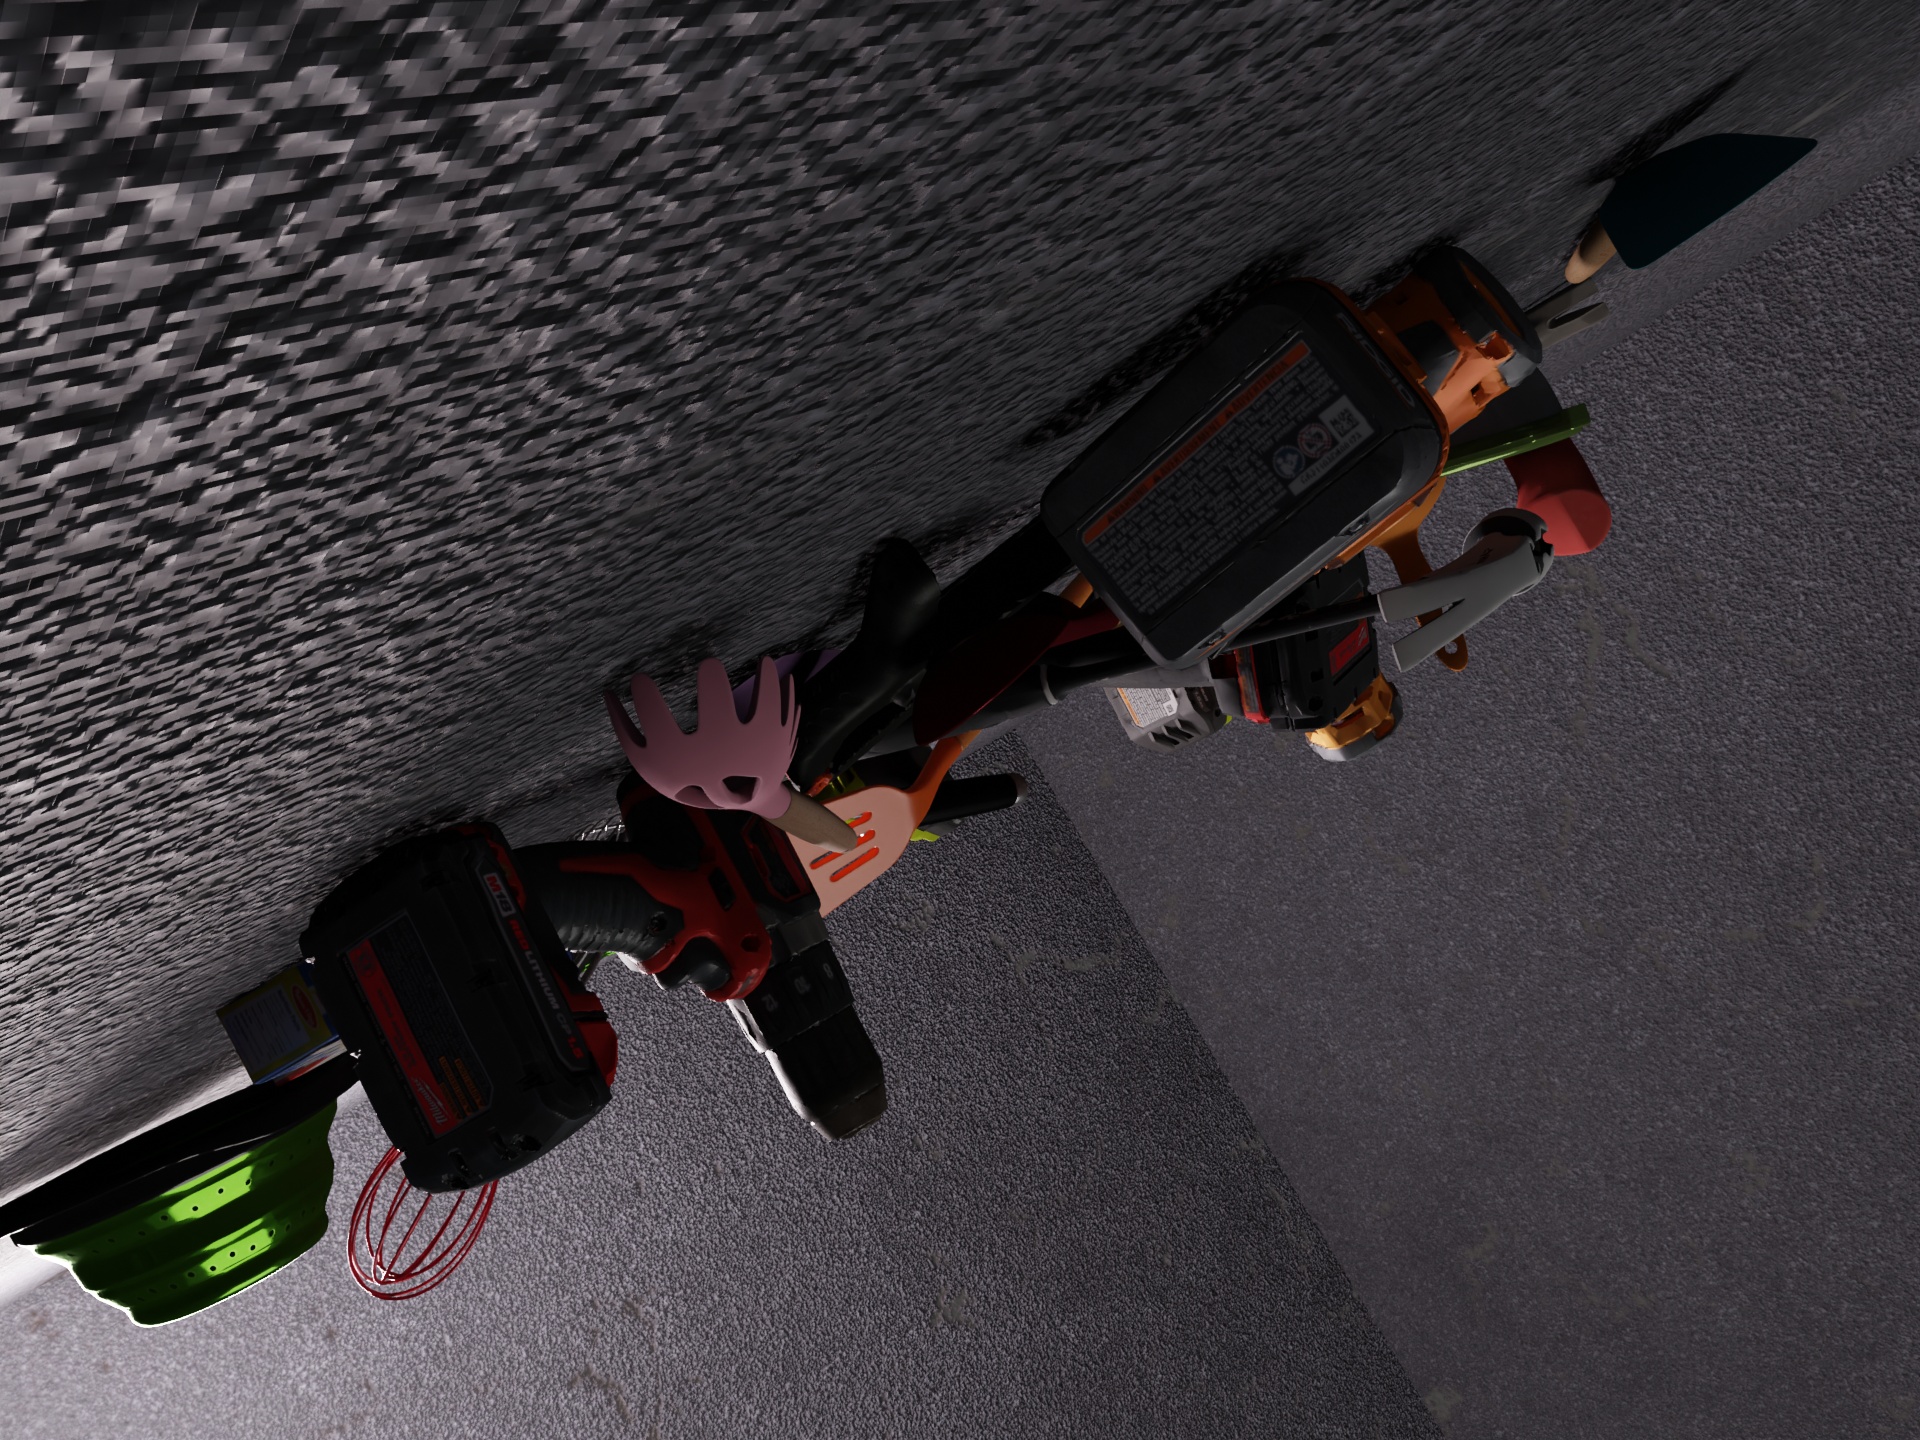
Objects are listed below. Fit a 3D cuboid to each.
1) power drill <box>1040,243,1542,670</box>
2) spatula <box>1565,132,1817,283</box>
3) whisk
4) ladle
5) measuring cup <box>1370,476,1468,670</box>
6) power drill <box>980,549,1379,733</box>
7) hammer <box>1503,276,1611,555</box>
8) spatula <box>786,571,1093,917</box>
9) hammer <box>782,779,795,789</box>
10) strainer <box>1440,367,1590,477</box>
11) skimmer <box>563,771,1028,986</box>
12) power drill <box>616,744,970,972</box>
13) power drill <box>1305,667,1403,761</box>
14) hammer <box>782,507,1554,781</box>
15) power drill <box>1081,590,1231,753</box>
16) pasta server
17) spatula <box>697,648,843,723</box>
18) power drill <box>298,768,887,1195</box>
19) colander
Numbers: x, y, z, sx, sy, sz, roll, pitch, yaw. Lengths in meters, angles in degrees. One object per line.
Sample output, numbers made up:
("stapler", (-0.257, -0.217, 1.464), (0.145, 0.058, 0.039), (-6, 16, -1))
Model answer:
("power drill", (0.118, -0.094, 0.585), (0.164, 0.084, 0.226), (-40, 176, 33))
("spatula", (0.334, -0.240, 0.791), (0.082, 0.044, 0.317), (-36, 177, 15))
("whisk", (-0.260, 0.196, 0.913), (0.296, 0.073, 0.073), (-61, 180, -5))
("ladle", (0.078, -0.052, 0.688), (0.069, 0.031, 0.315), (-31, 177, 40))
("measuring cup", (0.252, -0.110, 0.909), (0.095, 0.174, 0.052), (-24, 172, 8))
("power drill", (0.101, -0.043, 0.850), (0.220, 0.078, 0.143), (-3, -165, 30))
("hammer", (0.339, -0.178, 0.936), (0.149, 0.036, 0.359), (-30, -163, 21))
("spatula", (-0.001, -0.003, 0.921), (0.041, 0.081, 0.323), (14, -137, 27))
("hammer", (-0.161, 0.070, 1.098), (0.331, 0.033, 0.128), (-30, 176, -16))
("strainer", (0.181, -0.144, 0.818), (0.256, 0.069, 0.151), (-14, -173, 13))
("skimmer", (-0.087, 0.086, 0.887), (0.363, 0.090, 0.127), (-9, 137, -39))
("power drill", (-0.108, 0.093, 1.063), (0.223, 0.080, 0.171), (-38, 159, 6))
("power drill", (0.192, -0.092, 0.985), (0.084, 0.185, 0.226), (-32, -164, 17))
("hammer", (0.054, -0.018, 0.734), (0.409, 0.036, 0.149), (-14, -171, 33))
("power drill", (0.208, -0.063, 1.160), (0.228, 0.190, 0.080), (-24, 176, -36))
("pasta server", (-0.071, 0.027, 0.638), (0.060, 0.040, 0.316), (-12, 170, 3))
("spatula", (-0.055, -0.020, 0.771), (0.060, 0.018, 0.316), (-35, 175, 13))
("power drill", (-0.123, 0.108, 0.633), (0.080, 0.188, 0.226), (-31, 173, 27))
("colander", (-0.367, 0.248, 0.950), (0.397, 0.094, 0.204), (-24, -177, -31))
